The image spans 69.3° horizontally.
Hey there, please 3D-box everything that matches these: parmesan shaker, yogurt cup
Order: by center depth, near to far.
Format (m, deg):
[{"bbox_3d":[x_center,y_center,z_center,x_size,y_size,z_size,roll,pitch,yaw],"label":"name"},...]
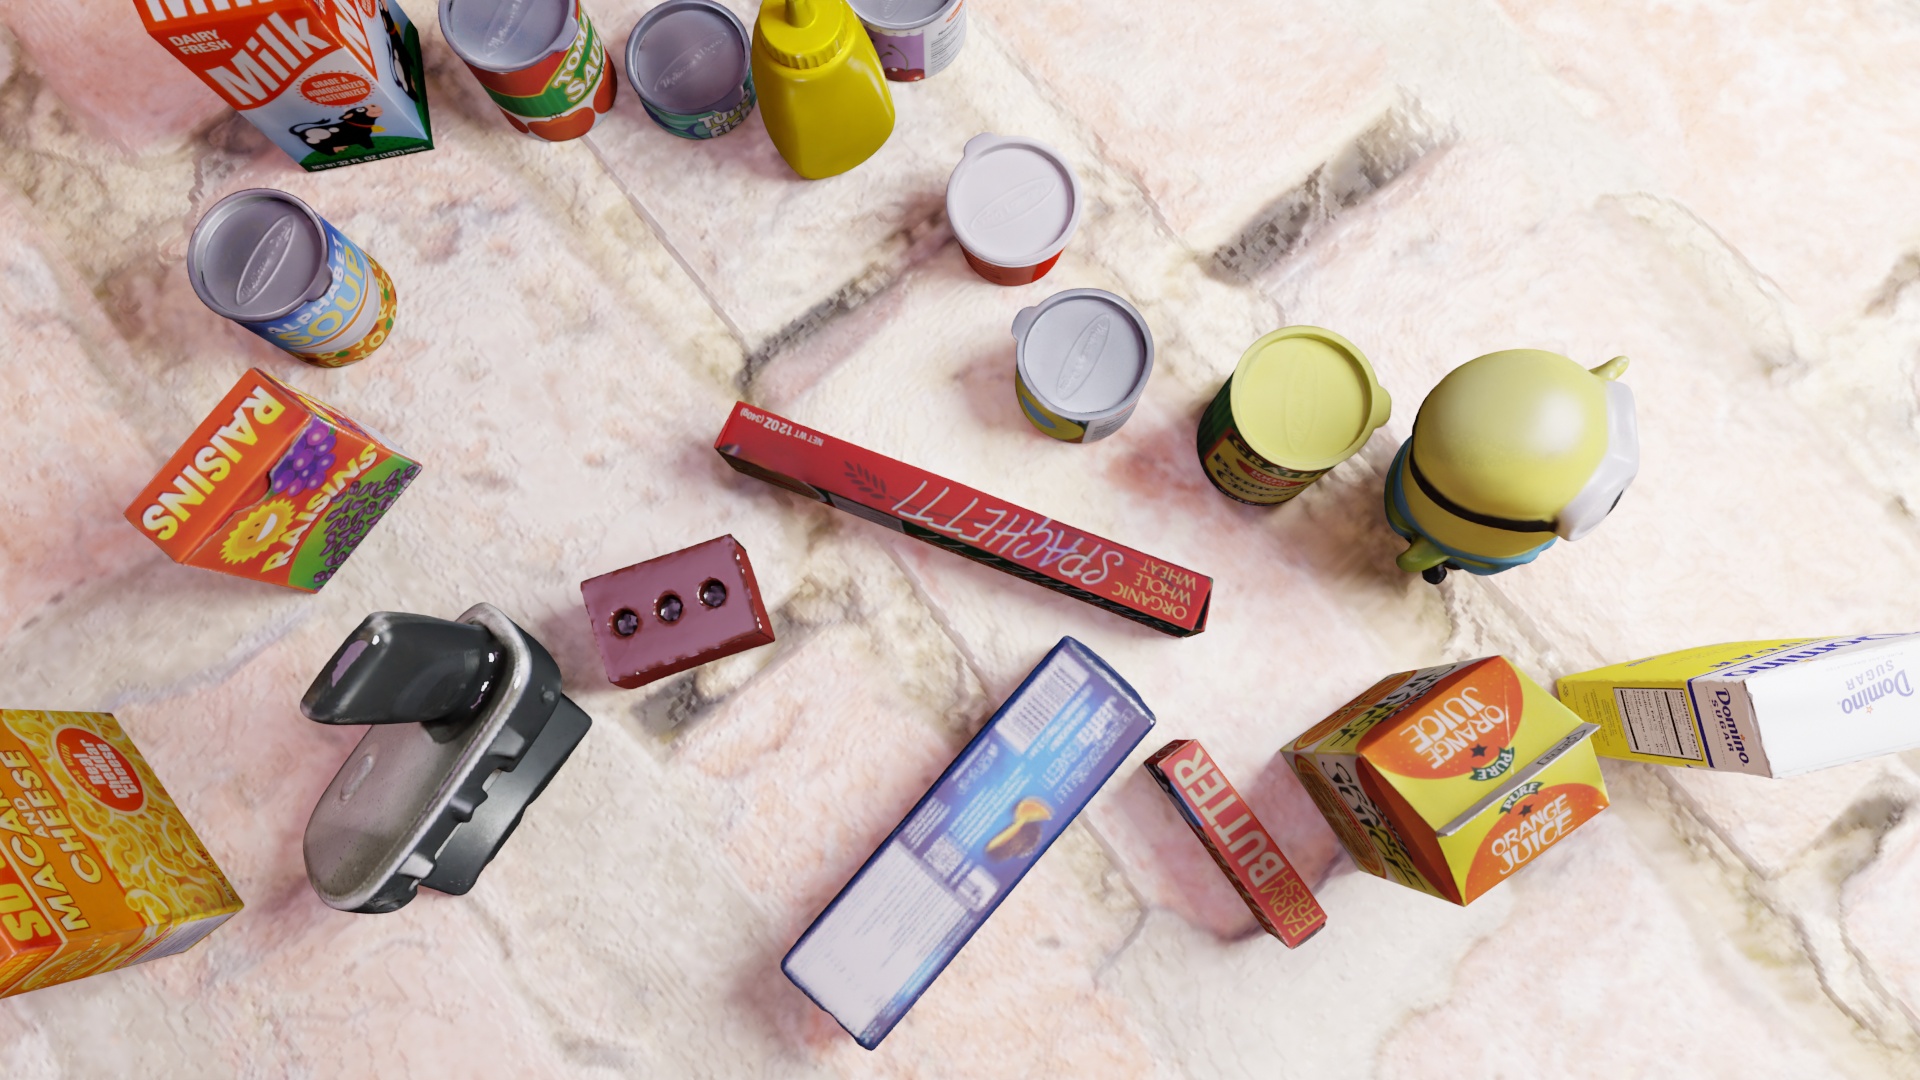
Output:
[{"bbox_3d":[0.155,-0.055,0.662,0.071,0.103,0.071,0,81,1],"label":"parmesan shaker"},{"bbox_3d":[0.027,-0.163,0.706,0.072,0.054,0.072,0,81,1],"label":"yogurt cup"}]

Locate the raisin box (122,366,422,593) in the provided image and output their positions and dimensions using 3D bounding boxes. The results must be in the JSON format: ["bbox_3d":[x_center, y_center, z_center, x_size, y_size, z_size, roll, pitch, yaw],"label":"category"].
[{"bbox_3d":[-0.317,-0.024,0.653,0.040,0.123,0.086,38,84,6],"label":"raisin box"}]

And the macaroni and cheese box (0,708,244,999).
[{"bbox_3d":[-0.404,0.133,0.607,0.040,0.166,0.124,-39,83,-5],"label":"macaroni and cheese box"}]

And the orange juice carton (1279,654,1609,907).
[{"bbox_3d":[0.204,0.100,0.592,0.072,0.192,0.073,-33,82,-4],"label":"orange juice carton"}]

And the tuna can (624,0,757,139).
[{"bbox_3d":[-0.139,-0.246,0.732,0.071,0.033,0.071,0,81,1],"label":"tuna can"}]

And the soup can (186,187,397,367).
[{"bbox_3d":[-0.326,-0.126,0.689,0.071,0.083,0.071,0,81,1],"label":"soup can"}]

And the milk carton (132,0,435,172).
[{"bbox_3d":[-0.322,-0.250,0.655,0.072,0.190,0.073,-11,82,-1],"label":"milk carton"}]

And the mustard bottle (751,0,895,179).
[{"bbox_3d":[-0.069,-0.226,0.663,0.065,0.160,0.049,-29,82,-3],"label":"mustard bottle"}]

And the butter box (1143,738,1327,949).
[{"bbox_3d":[0.129,0.141,0.656,0.024,0.053,0.103,-35,82,-4],"label":"butter box"}]

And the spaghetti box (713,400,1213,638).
[{"bbox_3d":[0.002,-0.009,0.683,0.250,0.050,0.029,21,82,4],"label":"spaghetti box"}]

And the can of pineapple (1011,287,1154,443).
[{"bbox_3d":[0.059,-0.087,0.691,0.071,0.058,0.071,0,81,1],"label":"can of pineapple"}]

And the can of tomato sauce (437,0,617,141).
[{"bbox_3d":[-0.216,-0.250,0.708,0.071,0.083,0.071,0,81,1],"label":"can of tomato sauce"}]

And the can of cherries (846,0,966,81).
[{"bbox_3d":[-0.032,-0.284,0.723,0.071,0.058,0.071,0,81,1],"label":"can of cherries"}]
